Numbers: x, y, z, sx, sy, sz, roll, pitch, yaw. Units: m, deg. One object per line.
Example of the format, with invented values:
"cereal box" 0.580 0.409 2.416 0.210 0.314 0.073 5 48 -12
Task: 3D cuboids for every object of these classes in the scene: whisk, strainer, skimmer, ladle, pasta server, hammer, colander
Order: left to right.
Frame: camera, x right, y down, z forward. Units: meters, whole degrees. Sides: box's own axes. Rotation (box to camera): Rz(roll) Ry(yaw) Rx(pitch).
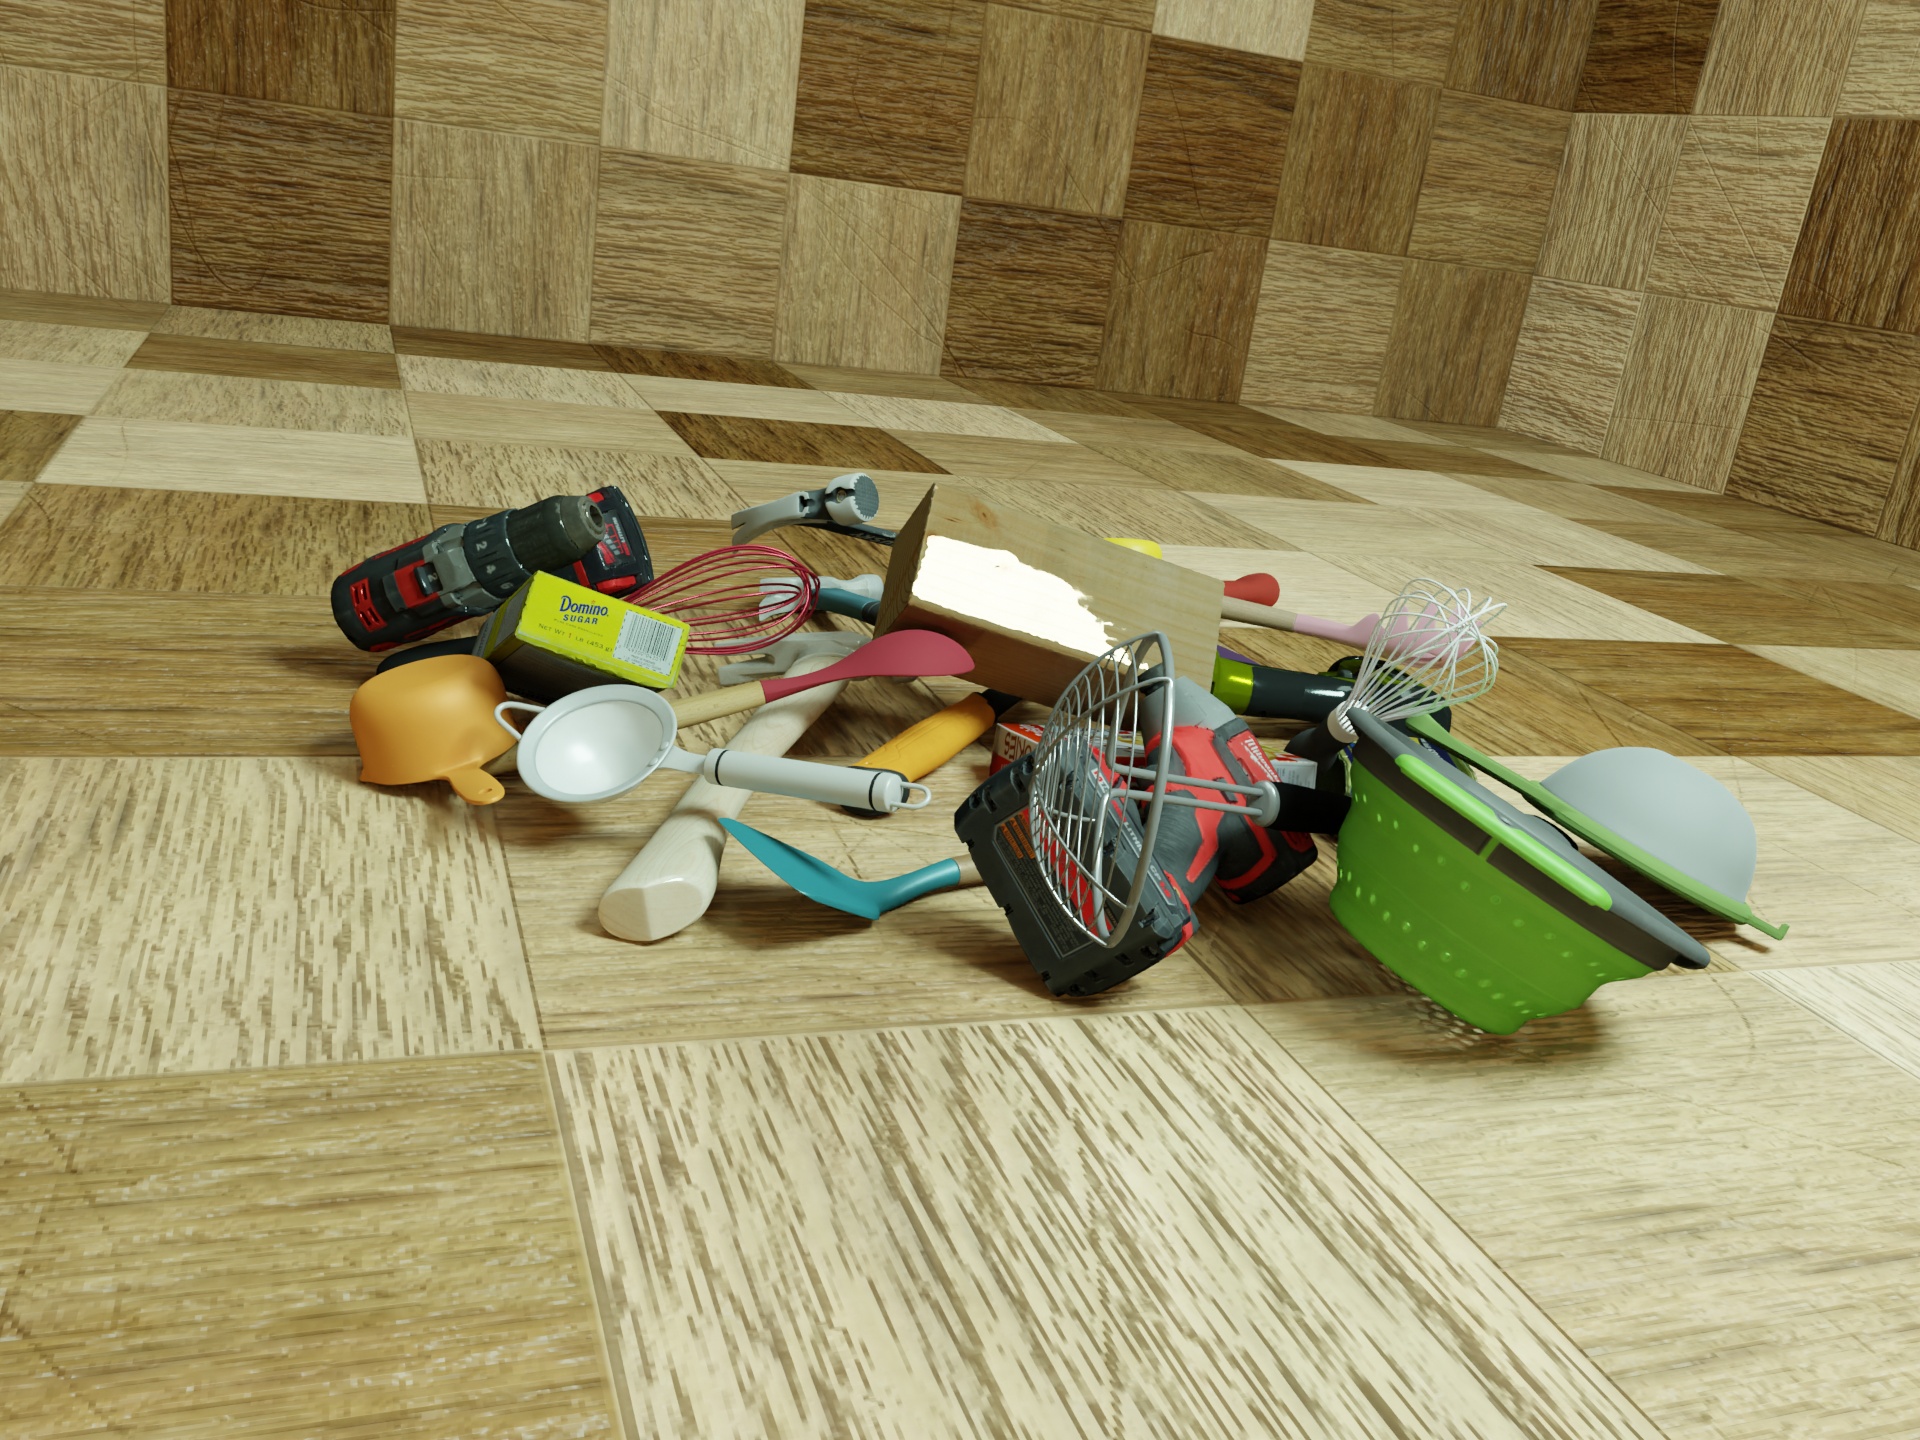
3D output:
"whisk" -0.237 -0.062 1.059 0.296 0.073 0.073 -13 23 -11
"strainer" -0.131 0.025 0.820 0.258 0.050 0.087 7 47 26
"ladle" -0.143 -0.009 0.947 0.315 0.031 0.069 -15 17 -13
"hammer" -0.133 0.021 0.945 0.146 0.038 0.411 -3 20 11
"hammer" -0.057 -0.082 1.229 0.128 0.033 0.331 -4 12 -28
"hammer" -0.019 -0.139 1.335 0.149 0.036 0.408 -7 -9 35
"hammer" -0.002 -0.003 1.085 0.127 0.034 0.337 10 19 22
"hammer" 0.220 -0.113 1.424 0.149 0.036 0.359 5 7 31
"pasta server" 0.230 -0.087 1.211 0.316 0.040 0.060 14 -19 18
"skimmer" 0.141 0.040 0.742 0.090 0.127 0.363 8 -1 36
"whisk" 0.236 -0.010 0.915 0.070 0.070 0.284 7 -18 -5
"colander" 0.285 0.094 0.862 0.205 0.094 0.397 38 11 22
"strainer" 0.381 0.034 0.954 0.256 0.069 0.152 27 12 -18

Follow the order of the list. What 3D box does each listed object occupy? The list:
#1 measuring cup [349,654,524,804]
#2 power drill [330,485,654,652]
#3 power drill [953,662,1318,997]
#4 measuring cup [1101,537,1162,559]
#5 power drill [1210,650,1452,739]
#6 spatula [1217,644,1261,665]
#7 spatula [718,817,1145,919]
"measuring cup" -0.281 0.004 0.870 0.095 0.052 0.174 -20 20 -24
"power drill" -0.291 -0.111 1.084 0.188 0.080 0.227 -19 5 16
"power drill" 0.100 0.047 0.834 0.219 0.078 0.143 -20 78 -54
"measuring cup" 0.132 -0.136 1.324 0.062 0.029 0.156 4 6 -2
"power drill" 0.235 -0.027 1.204 0.223 0.080 0.171 9 14 -8
"spatula" 0.160 -0.092 1.446 0.059 0.018 0.316 -4 23 -38
"spatula" 0.019 0.071 0.871 0.317 0.044 0.082 -6 26 -38
